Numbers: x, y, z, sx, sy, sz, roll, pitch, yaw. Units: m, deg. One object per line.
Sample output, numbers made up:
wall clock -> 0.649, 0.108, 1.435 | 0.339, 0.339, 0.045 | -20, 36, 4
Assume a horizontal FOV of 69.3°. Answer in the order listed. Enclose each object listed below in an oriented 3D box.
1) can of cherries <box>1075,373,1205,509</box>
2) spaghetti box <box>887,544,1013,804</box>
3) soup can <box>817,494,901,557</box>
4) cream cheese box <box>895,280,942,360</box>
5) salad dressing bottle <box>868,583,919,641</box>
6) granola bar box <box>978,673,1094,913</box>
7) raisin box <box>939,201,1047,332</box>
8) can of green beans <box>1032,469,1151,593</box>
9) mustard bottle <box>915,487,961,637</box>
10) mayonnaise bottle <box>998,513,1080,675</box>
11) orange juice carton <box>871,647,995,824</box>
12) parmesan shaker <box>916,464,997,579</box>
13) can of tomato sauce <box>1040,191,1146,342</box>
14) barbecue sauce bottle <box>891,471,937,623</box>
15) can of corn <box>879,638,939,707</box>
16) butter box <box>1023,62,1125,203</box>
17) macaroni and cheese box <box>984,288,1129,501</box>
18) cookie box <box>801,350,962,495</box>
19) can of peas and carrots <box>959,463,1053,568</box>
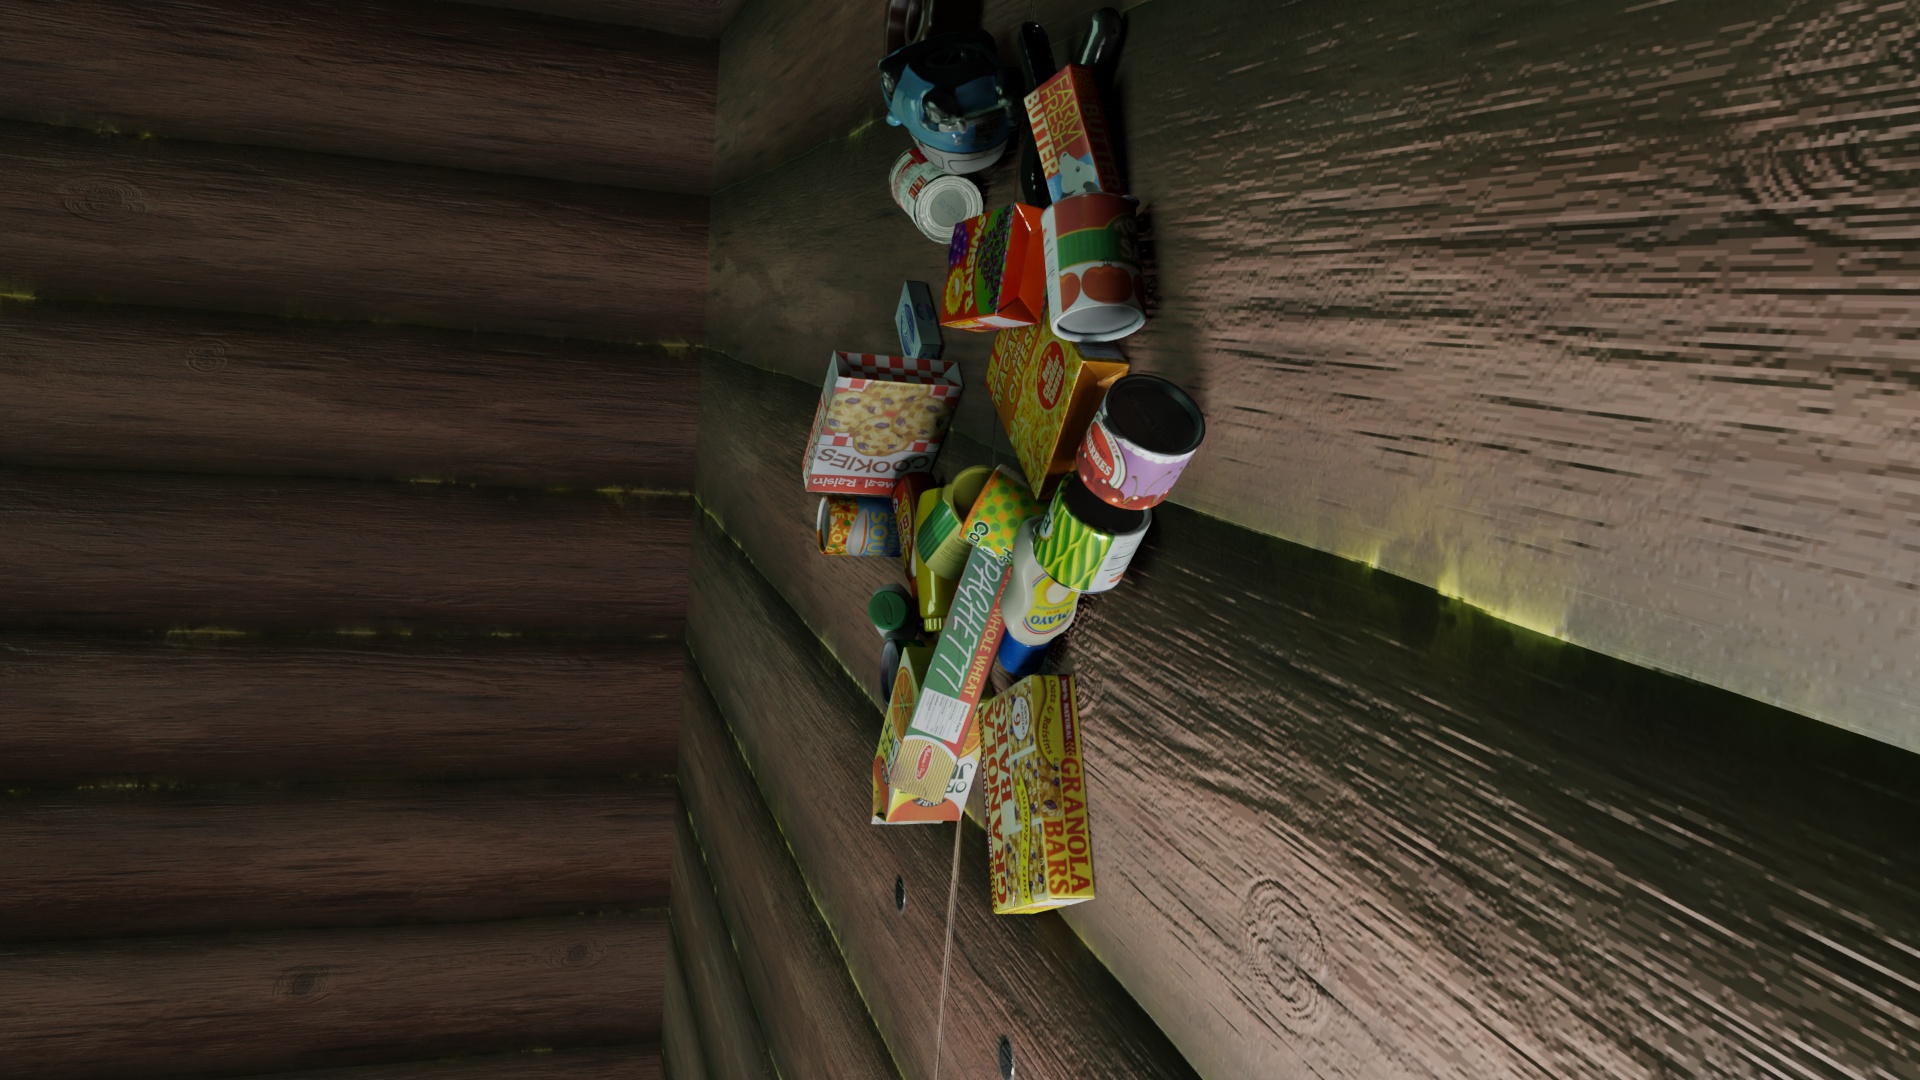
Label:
can of cherries -> 0.110, -0.061, 0.874 | 0.058, 0.071, 0.072 | 115, 151, -50
spaghetti box -> 0.002, 0.100, 1.143 | 0.029, 0.050, 0.249 | -62, -8, -72
soup can -> -0.107, -0.014, 1.503 | 0.071, 0.084, 0.071 | -177, 89, -71
cream cheese box -> -0.043, -0.215, 1.430 | 0.053, 0.024, 0.104 | 109, 156, -44
salad dressing bottle -> -0.066, 0.071, 1.360 | 0.147, 0.044, 0.064 | 80, 176, -83
granola bar box -> 0.054, 0.196, 1.063 | 0.123, 0.039, 0.166 | 133, 136, -63
raisin box -> 0.027, -0.207, 1.068 | 0.123, 0.040, 0.086 | -166, 85, -69
can of green beans -> 0.089, -0.007, 0.939 | 0.057, 0.071, 0.071 | 111, 154, -44
mustard bottle -> -0.014, 0.034, 1.272 | 0.065, 0.049, 0.160 | 163, 107, -71
mayonnaise bottle -> 0.061, 0.042, 1.032 | 0.147, 0.065, 0.041 | 105, 150, -44
orange juice carton -> -0.030, 0.192, 1.265 | 0.073, 0.072, 0.191 | -111, 29, -51
parmesan shaker -> 0.004, -0.015, 1.187 | 0.102, 0.071, 0.071 | 130, 138, -62
can of tomato sauce -> 0.093, -0.187, 0.953 | 0.071, 0.071, 0.083 | 139, 130, -65
barbecue sauce bottle -> -0.035, 0.009, 1.349 | 0.064, 0.044, 0.149 | 112, 153, -53
can of corn -> -0.040, 0.128, 1.324 | 0.071, 0.058, 0.071 | -176, 89, -72
butter box -> 0.082, -0.285, 1.003 | 0.053, 0.024, 0.103 | -21, 81, 50
macaroni and cheese box -> 0.068, -0.127, 1.057 | 0.167, 0.040, 0.123 | -111, 30, -49
cookie box -> -0.080, -0.112, 1.372 | 0.166, 0.123, 0.040 | 114, 153, -48
can of peas and carrots -> 0.038, -0.015, 1.060 | 0.071, 0.059, 0.071 | -59, -4, -6
